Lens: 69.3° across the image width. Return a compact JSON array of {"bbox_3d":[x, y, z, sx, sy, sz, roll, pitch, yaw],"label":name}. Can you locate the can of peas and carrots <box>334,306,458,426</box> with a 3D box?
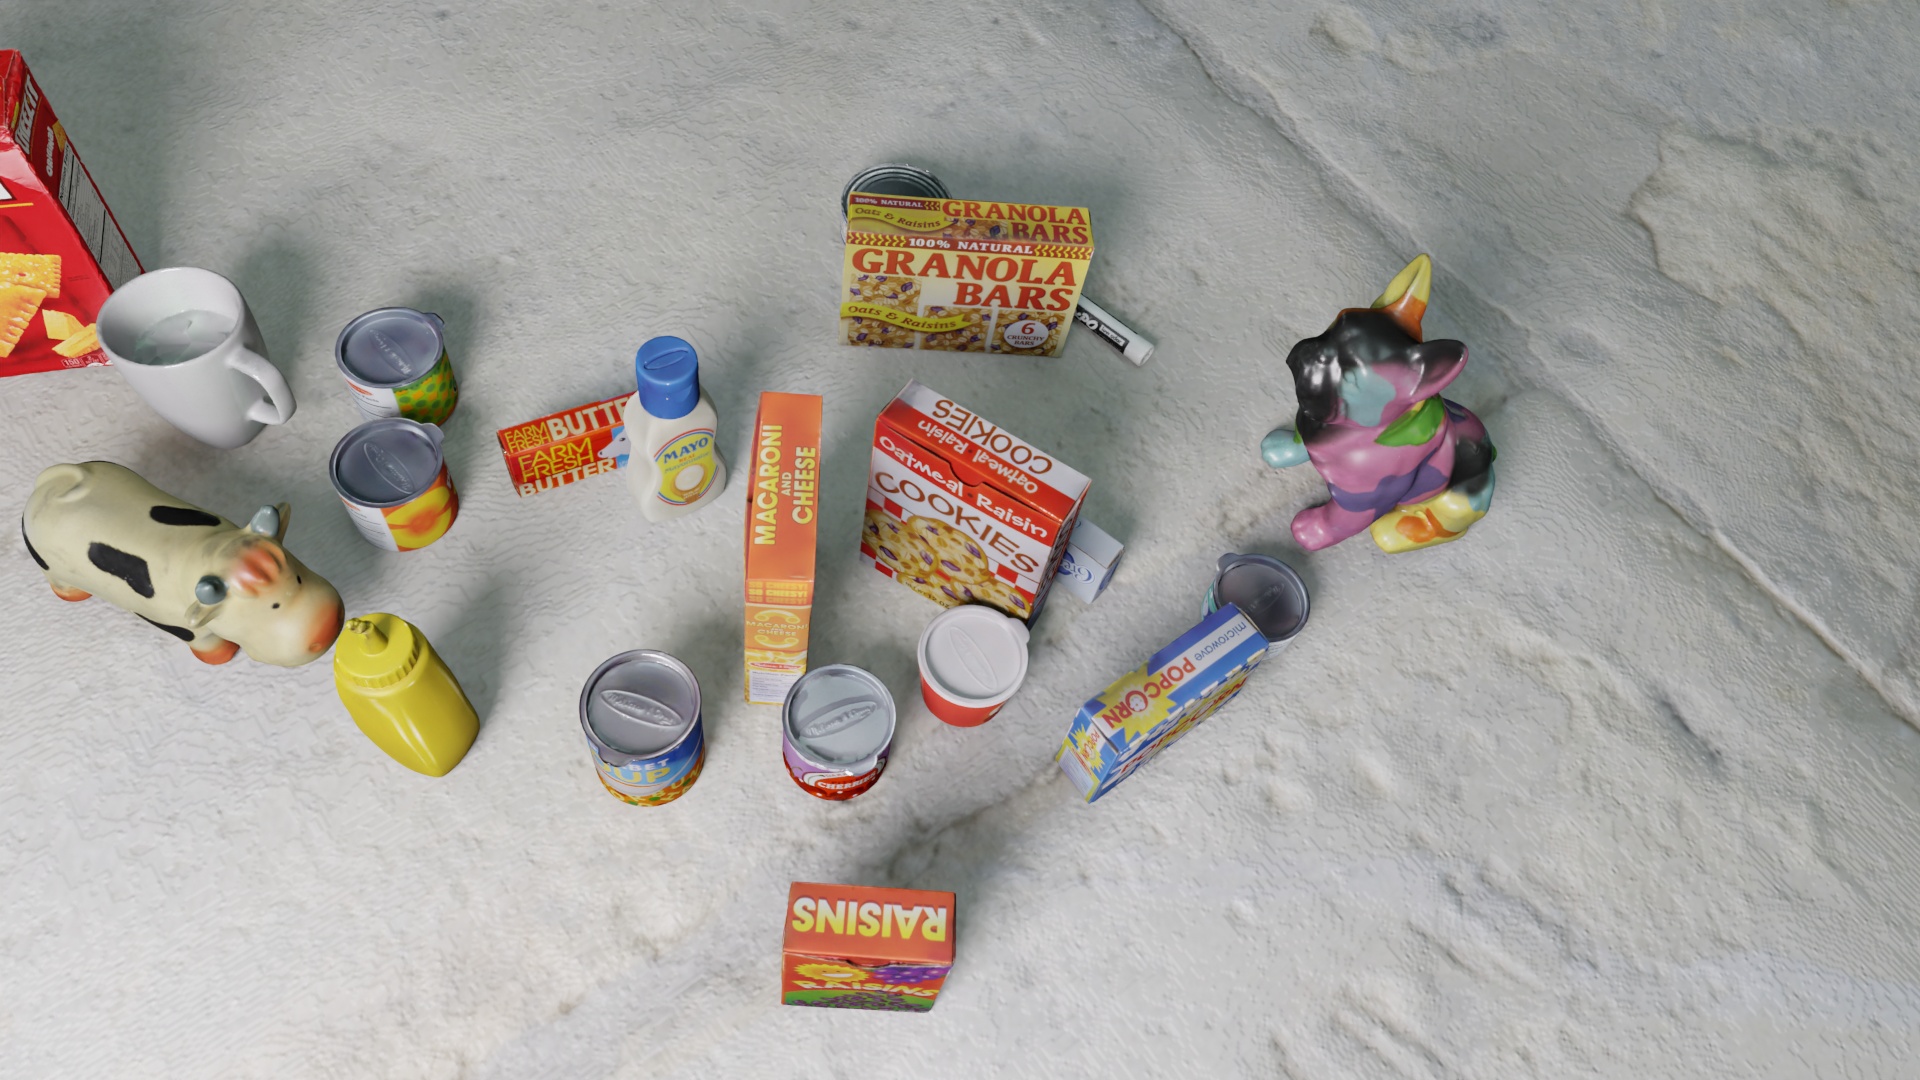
[{"bbox_3d":[-0.369,-0.112,0.918,0.071,0.058,0.071,4,60,-6],"label":"can of peas and carrots"}]

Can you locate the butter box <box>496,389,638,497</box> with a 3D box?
[{"bbox_3d":[-0.247,-0.064,0.911,0.104,0.053,0.024,-19,65,-18],"label":"butter box"}]

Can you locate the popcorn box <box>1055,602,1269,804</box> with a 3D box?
[{"bbox_3d":[0.123,0.100,0.851,0.127,0.084,0.038,-31,69,-23],"label":"popcorn box"}]

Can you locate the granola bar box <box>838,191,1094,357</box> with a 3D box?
[{"bbox_3d":[0.000,-0.185,0.977,0.166,0.123,0.039,2,60,-7],"label":"granola bar box"}]

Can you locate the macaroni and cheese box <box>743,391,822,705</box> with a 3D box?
[{"bbox_3d":[-0.106,0.009,0.823,0.040,0.165,0.124,3,60,-6],"label":"macaroni and cheese box"}]

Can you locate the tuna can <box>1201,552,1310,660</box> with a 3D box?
[{"bbox_3d":[0.194,0.043,0.925,0.071,0.032,0.071,4,59,-6],"label":"tuna can"}]

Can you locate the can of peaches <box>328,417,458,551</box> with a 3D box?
[{"bbox_3d":[-0.353,-0.036,0.876,0.071,0.057,0.071,4,60,-6],"label":"can of peaches"}]

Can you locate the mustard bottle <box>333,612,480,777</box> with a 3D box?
[{"bbox_3d":[-0.306,0.078,0.757,0.065,0.159,0.049,28,60,8],"label":"mustard bottle"}]

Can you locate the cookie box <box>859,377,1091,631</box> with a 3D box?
[{"bbox_3d":[0.003,-0.011,0.850,0.123,0.166,0.040,30,60,9],"label":"cookie box"}]

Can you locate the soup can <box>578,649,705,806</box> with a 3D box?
[{"bbox_3d":[-0.183,0.112,0.800,0.071,0.083,0.071,4,60,-6],"label":"soup can"}]

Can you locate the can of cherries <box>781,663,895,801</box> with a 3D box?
[{"bbox_3d":[-0.073,0.117,0.827,0.071,0.058,0.072,4,60,-6],"label":"can of cherries"}]

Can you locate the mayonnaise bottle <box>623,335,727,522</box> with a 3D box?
[{"bbox_3d":[-0.180,-0.069,0.868,0.065,0.147,0.041,-26,67,-21],"label":"mayonnaise bottle"}]

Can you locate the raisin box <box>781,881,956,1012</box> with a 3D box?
[{"bbox_3d":[-0.051,0.217,0.734,0.086,0.122,0.040,6,60,-5],"label":"raisin box"}]

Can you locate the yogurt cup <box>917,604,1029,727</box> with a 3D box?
[{"bbox_3d":[0.005,0.081,0.862,0.072,0.053,0.073,4,60,-6],"label":"yogurt cup"}]

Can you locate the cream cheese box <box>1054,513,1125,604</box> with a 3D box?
[{"bbox_3d":[0.057,-0.006,0.921,0.104,0.053,0.024,36,62,13],"label":"cream cheese box"}]
